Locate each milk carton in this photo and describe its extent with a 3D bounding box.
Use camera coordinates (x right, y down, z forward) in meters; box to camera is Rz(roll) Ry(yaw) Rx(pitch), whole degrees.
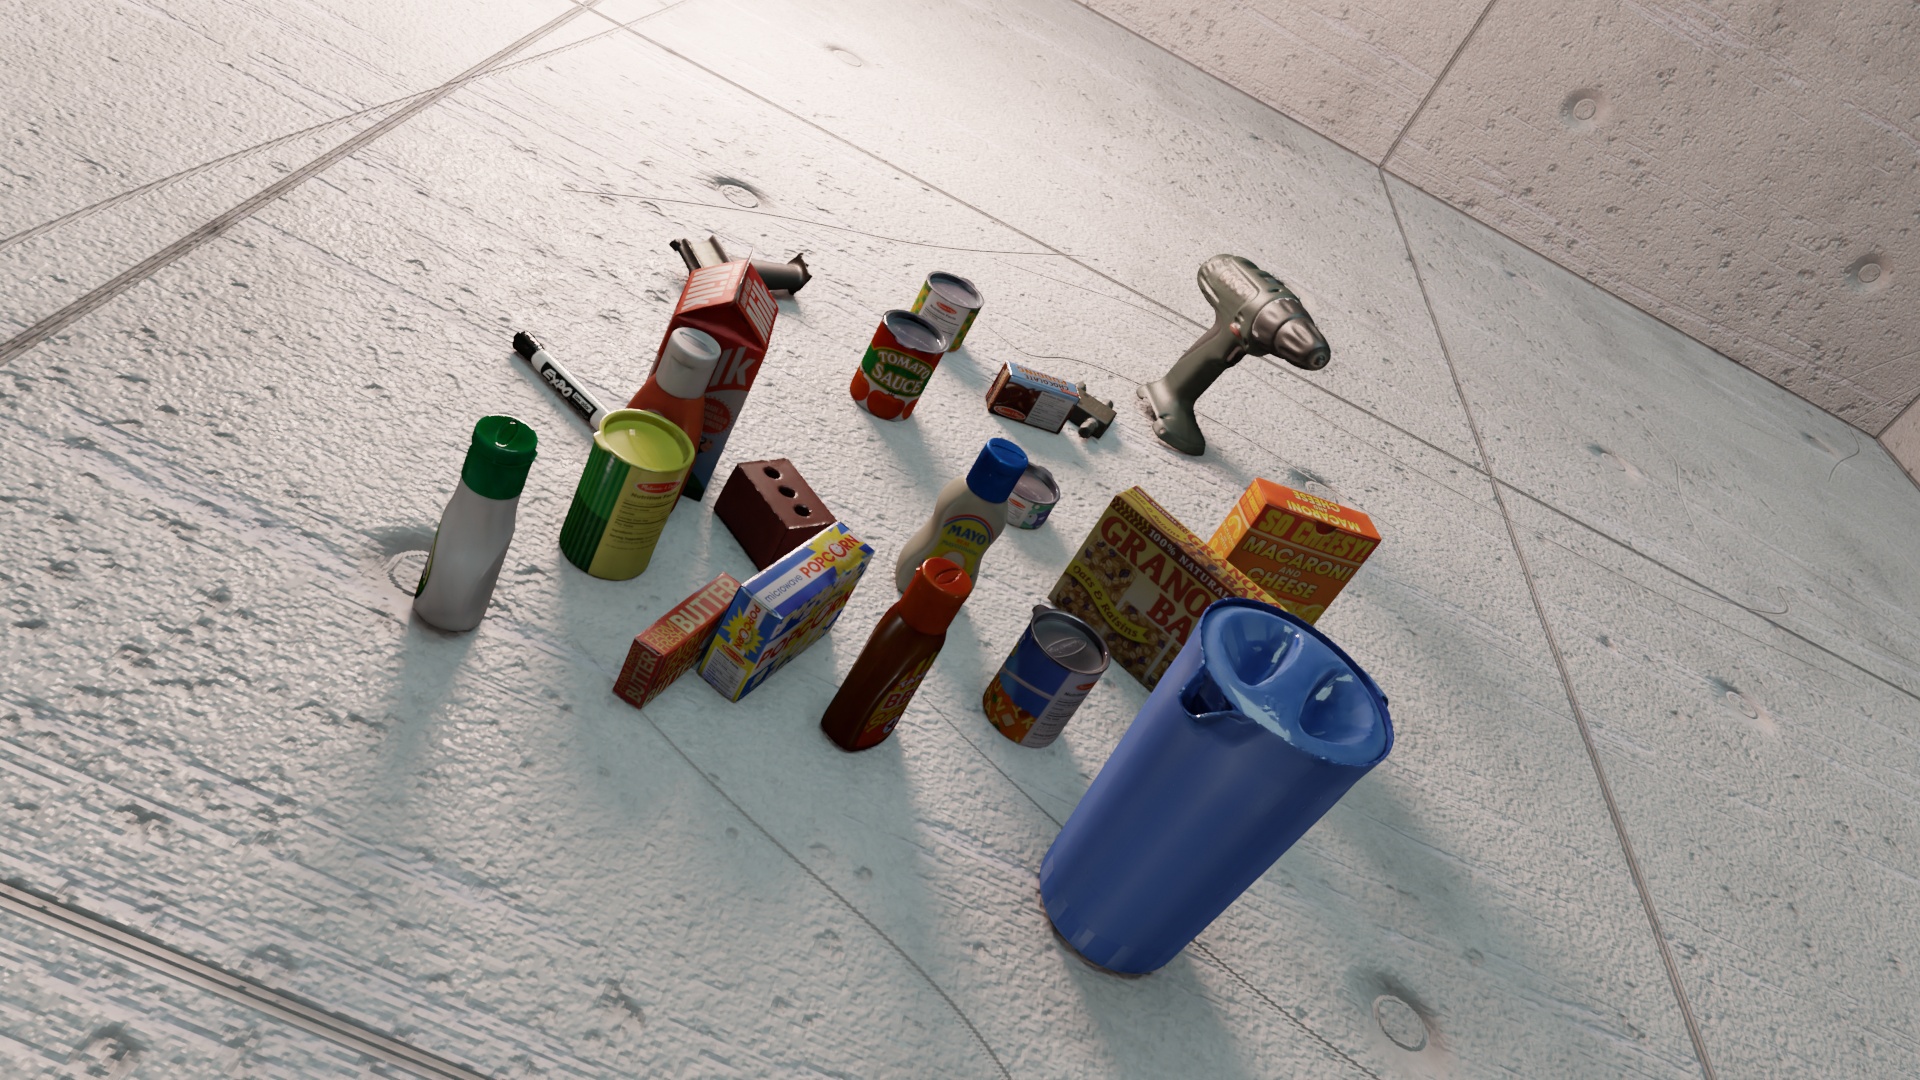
[{"bbox_3d":[-0.193,-0.130,1.047,0.073,0.189,0.073,22,33,-14],"label":"milk carton"}]

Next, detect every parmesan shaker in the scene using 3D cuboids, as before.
[{"bbox_3d":[-0.235,-0.031,0.960,0.071,0.102,0.072,21,34,-15],"label":"parmesan shaker"}]

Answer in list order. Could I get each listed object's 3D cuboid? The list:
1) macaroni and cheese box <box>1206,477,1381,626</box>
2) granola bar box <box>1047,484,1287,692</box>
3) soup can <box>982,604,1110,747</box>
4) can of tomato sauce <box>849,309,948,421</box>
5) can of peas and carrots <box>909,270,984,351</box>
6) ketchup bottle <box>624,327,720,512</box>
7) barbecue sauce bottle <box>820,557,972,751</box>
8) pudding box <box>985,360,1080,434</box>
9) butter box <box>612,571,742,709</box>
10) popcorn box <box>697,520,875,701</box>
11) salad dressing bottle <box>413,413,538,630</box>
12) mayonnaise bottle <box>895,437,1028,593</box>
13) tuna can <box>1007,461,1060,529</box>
[{"bbox_3d":[0.268,0.034,1.216,0.124,0.165,0.040,16,35,-22],"label":"macaroni and cheese box"},{"bbox_3d":[0.169,0.053,1.149,0.166,0.123,0.039,42,34,17],"label":"granola bar box"},{"bbox_3d":[0.062,0.101,1.037,0.071,0.083,0.072,21,34,-15],"label":"soup can"},{"bbox_3d":[-0.059,-0.162,1.296,0.071,0.082,0.071,21,34,-15],"label":"can of tomato sauce"},{"bbox_3d":[-0.016,-0.241,1.459,0.071,0.058,0.071,21,34,-15],"label":"can of peas and carrots"},{"bbox_3d":[-0.215,-0.085,1.007,0.065,0.148,0.044,31,32,0],"label":"ketchup bottle"},{"bbox_3d":[-0.040,0.075,0.930,0.044,0.147,0.065,42,34,17],"label":"barbecue sauce bottle"},{"bbox_3d":[0.073,-0.145,1.409,0.084,0.049,0.030,15,35,-23],"label":"pudding box"},{"bbox_3d":[-0.184,0.065,0.918,0.024,0.053,0.104,35,33,7],"label":"butter box"},{"bbox_3d":[-0.119,0.048,0.963,0.038,0.084,0.127,37,33,10],"label":"popcorn box"},{"bbox_3d":[-0.294,-0.010,0.844,0.044,0.147,0.064,23,33,-12],"label":"salad dressing bottle"},{"bbox_3d":[0.004,-0.014,1.086,0.065,0.147,0.041,20,34,-16],"label":"mayonnaise bottle"},{"bbox_3d":[0.057,-0.044,1.276,0.071,0.032,0.071,21,34,-15],"label":"tuna can"}]
